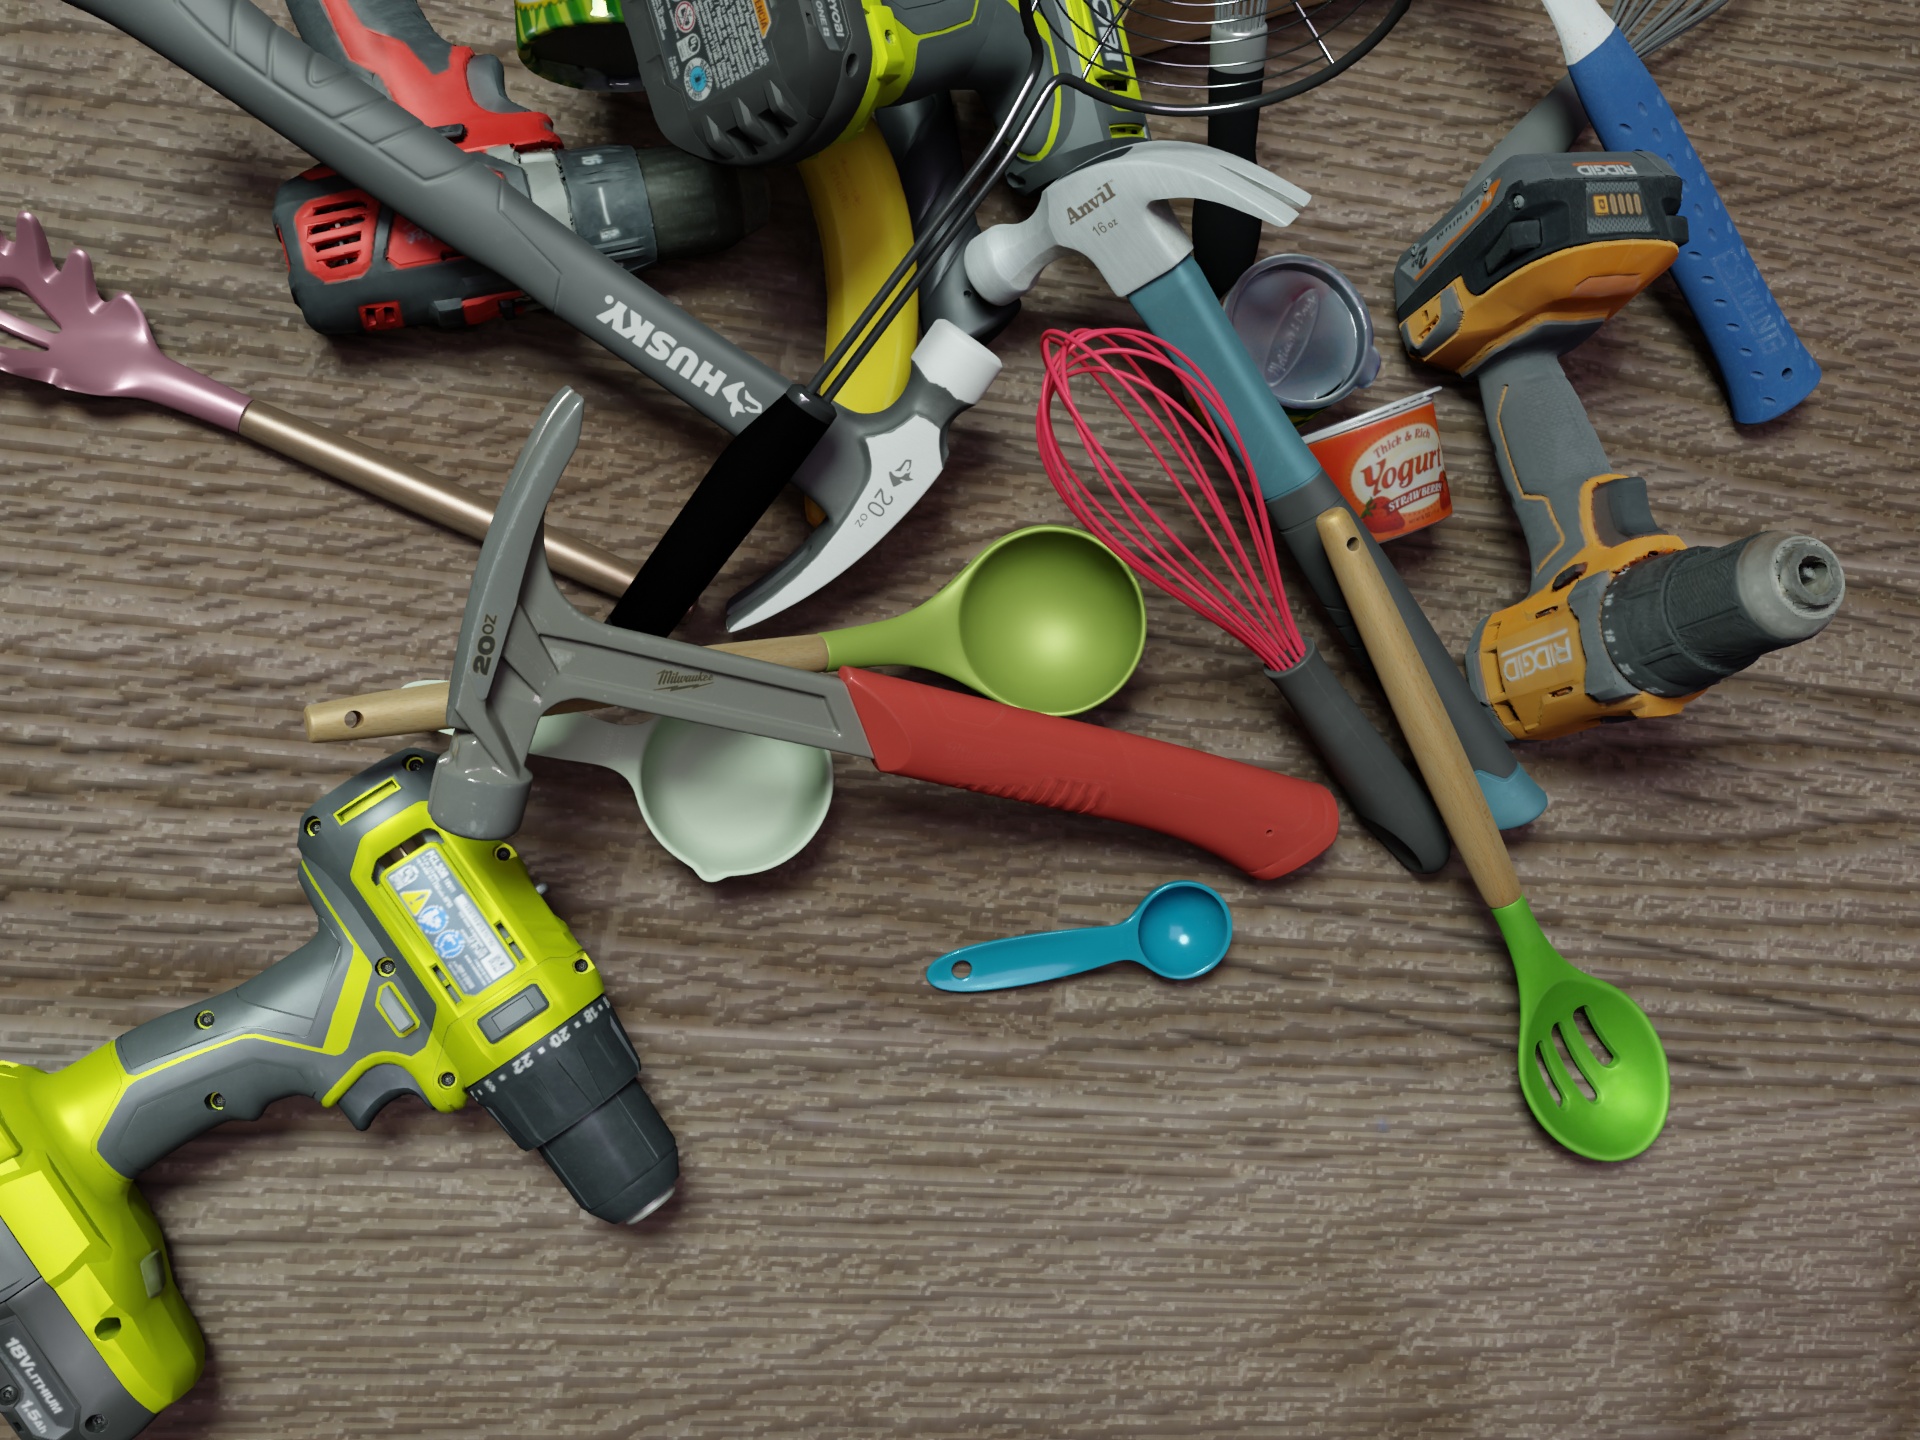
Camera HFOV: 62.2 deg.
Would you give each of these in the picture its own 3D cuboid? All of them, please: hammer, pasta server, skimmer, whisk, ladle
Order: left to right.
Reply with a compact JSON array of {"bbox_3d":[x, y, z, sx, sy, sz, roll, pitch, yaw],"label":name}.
[{"bbox_3d":[-0.248,-0.108,0.611,0.316,0.040,0.060,24,69,-9],"label":"pasta server"},{"bbox_3d":[-0.157,-0.165,0.576,0.334,0.035,0.146,32,104,-20],"label":"hammer"},{"bbox_3d":[-0.071,-0.022,0.588,0.320,0.062,0.078,-10,94,-29],"label":"ladle"},{"bbox_3d":[-0.045,-0.352,0.682,0.149,0.036,0.409,-12,87,-11],"label":"hammer"},{"bbox_3d":[-0.001,-0.002,0.589,0.358,0.037,0.149,13,104,-28],"label":"hammer"},{"bbox_3d":[0.000,-0.141,0.544,0.363,0.127,0.090,-50,57,14],"label":"skimmer"},{"bbox_3d":[0.110,-0.295,0.615,0.070,0.284,0.070,-2,43,2],"label":"whisk"},{"bbox_3d":[0.121,-0.040,0.633,0.073,0.073,0.295,-46,115,-12],"label":"whisk"},{"bbox_3d":[0.142,-0.085,0.650,0.330,0.128,0.033,53,42,-15],"label":"hammer"},{"bbox_3d":[0.266,-0.299,0.672,0.144,0.035,0.405,-43,112,-5],"label":"hammer"},{"bbox_3d":[0.303,-0.308,0.742,0.055,0.055,0.239,41,81,-5],"label":"whisk"}]

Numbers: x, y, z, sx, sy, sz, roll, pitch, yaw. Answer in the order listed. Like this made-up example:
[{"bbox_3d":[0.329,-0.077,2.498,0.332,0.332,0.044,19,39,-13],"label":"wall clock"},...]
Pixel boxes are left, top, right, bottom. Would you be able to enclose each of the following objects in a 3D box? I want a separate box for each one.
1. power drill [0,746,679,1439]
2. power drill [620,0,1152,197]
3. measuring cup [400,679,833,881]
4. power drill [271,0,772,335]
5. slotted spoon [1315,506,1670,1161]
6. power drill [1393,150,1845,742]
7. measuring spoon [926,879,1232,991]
[{"bbox_3d":[-0.232,0.145,0.567,0.228,0.080,0.190,-34,91,-16],"label":"power drill"},{"bbox_3d":[-0.021,-0.283,0.586,0.223,0.080,0.171,-24,102,-49],"label":"power drill"},{"bbox_3d":[-0.133,0.012,0.622,0.167,0.038,0.083,14,81,-8],"label":"measuring cup"},{"bbox_3d":[-0.187,-0.272,0.624,0.188,0.080,0.227,-14,89,-13],"label":"power drill"},{"bbox_3d":[0.217,0.051,0.659,0.070,0.031,0.313,-33,105,-15],"label":"slotted spoon"},{"bbox_3d":[0.260,-0.112,0.642,0.084,0.185,0.226,-6,82,-14],"label":"power drill"},{"bbox_3d":[0.048,0.092,0.663,0.128,0.021,0.042,-10,101,-3],"label":"measuring spoon"}]
